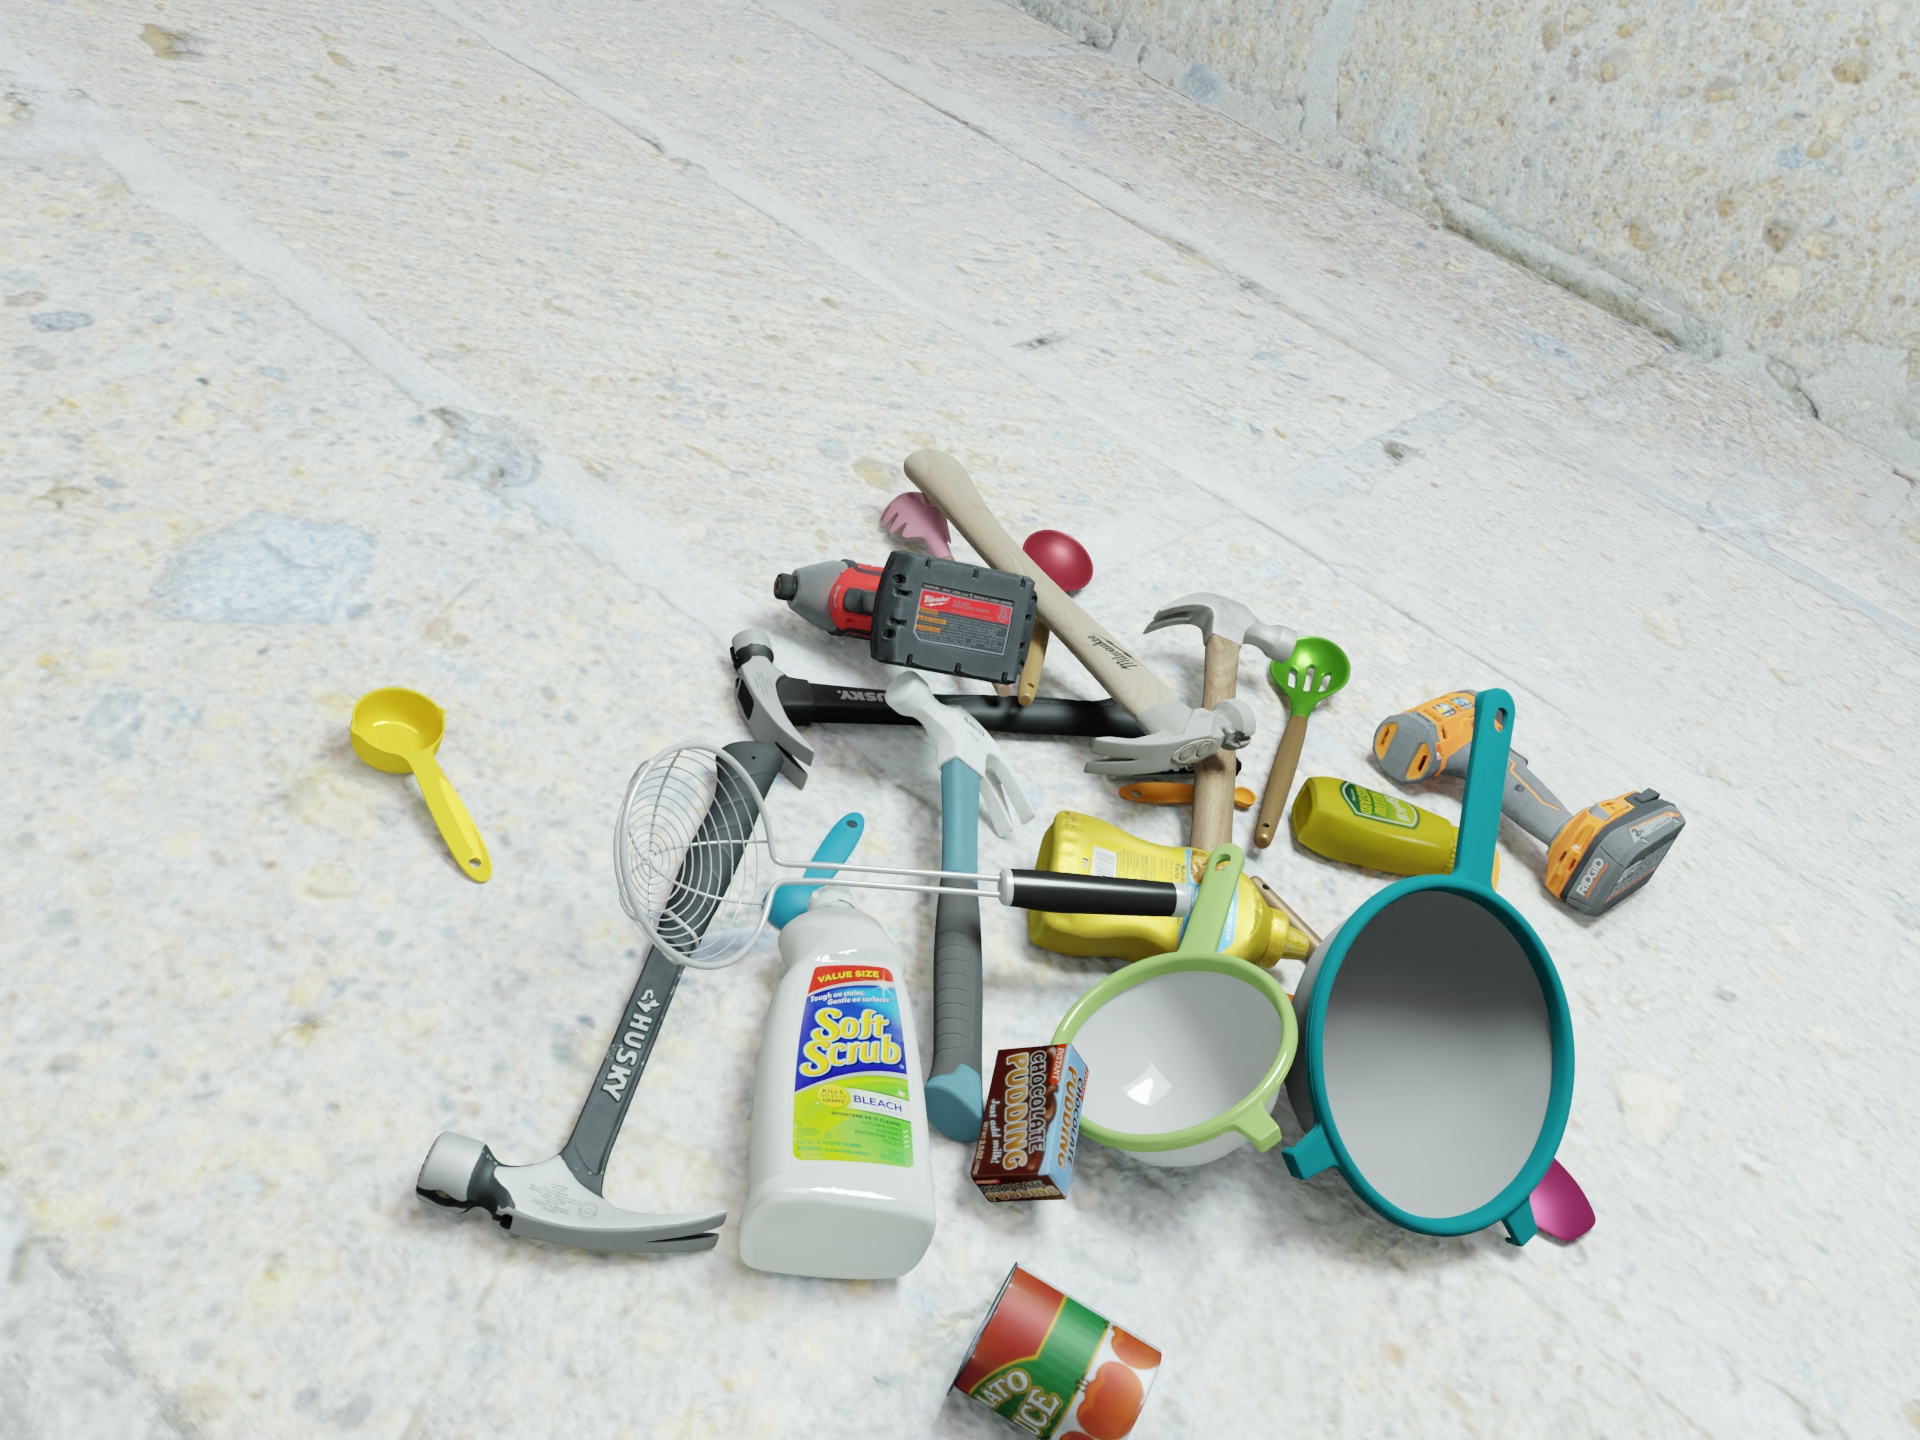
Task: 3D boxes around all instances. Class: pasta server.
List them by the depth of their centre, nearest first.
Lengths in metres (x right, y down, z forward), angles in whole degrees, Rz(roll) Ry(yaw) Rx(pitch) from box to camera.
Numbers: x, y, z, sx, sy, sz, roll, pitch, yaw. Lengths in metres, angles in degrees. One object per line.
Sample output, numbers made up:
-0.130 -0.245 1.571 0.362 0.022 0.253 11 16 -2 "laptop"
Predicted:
-0.007 -0.111 1.324 0.060 0.040 0.317 5 35 -22 "pasta server"

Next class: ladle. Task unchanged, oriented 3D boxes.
0.070 -0.087 1.329 0.069 0.031 0.316 25 28 -4 "ladle"

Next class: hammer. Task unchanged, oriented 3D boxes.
-0.166 0.138 0.939 0.149 0.036 0.409 19 35 -3 "hammer"
-0.002 0.115 1.017 0.128 0.033 0.331 39 33 -31 "hammer"
-0.002 -0.004 1.207 0.334 0.035 0.146 3 38 -23 "hammer"
0.199 0.013 1.247 0.130 0.031 0.332 22 43 -8 "hammer"
0.057 -0.101 1.270 0.146 0.038 0.411 -10 43 -32 "hammer"

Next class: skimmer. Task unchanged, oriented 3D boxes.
-0.021 0.088 0.925 0.363 0.090 0.127 6 72 -17 "skimmer"

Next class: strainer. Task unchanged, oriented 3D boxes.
0.148 0.181 0.982 0.151 0.069 0.256 -6 34 27 "strainer"
0.286 0.143 1.000 0.210 0.095 0.340 22 71 -24 "strainer"

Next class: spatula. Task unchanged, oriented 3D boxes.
0.264 0.197 1.057 0.322 0.041 0.081 3 42 -21 "spatula"

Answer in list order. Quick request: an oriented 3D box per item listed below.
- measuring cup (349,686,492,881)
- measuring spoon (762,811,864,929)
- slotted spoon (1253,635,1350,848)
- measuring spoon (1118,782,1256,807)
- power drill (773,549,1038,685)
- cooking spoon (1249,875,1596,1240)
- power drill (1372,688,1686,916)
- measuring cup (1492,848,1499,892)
-0.333 0.045 0.996 0.062 0.029 0.157 -16 60 -40 "measuring cup"
-0.089 0.092 1.046 0.042 0.021 0.129 25 37 6 "measuring spoon"
0.273 0.014 1.316 0.070 0.031 0.314 10 33 15 "slotted spoon"
0.176 0.060 1.234 0.117 0.011 0.021 2 42 -18 "measuring spoon"
-0.046 -0.084 1.181 0.143 0.078 0.220 10 4 -24 "power drill"
0.300 0.218 1.075 0.068 0.017 0.319 -13 48 -37 "cooking spoon"
0.478 0.053 1.331 0.164 0.084 0.227 -17 46 -42 "power drill"
0.374 0.150 1.175 0.095 0.052 0.174 25 34 7 "measuring cup"
